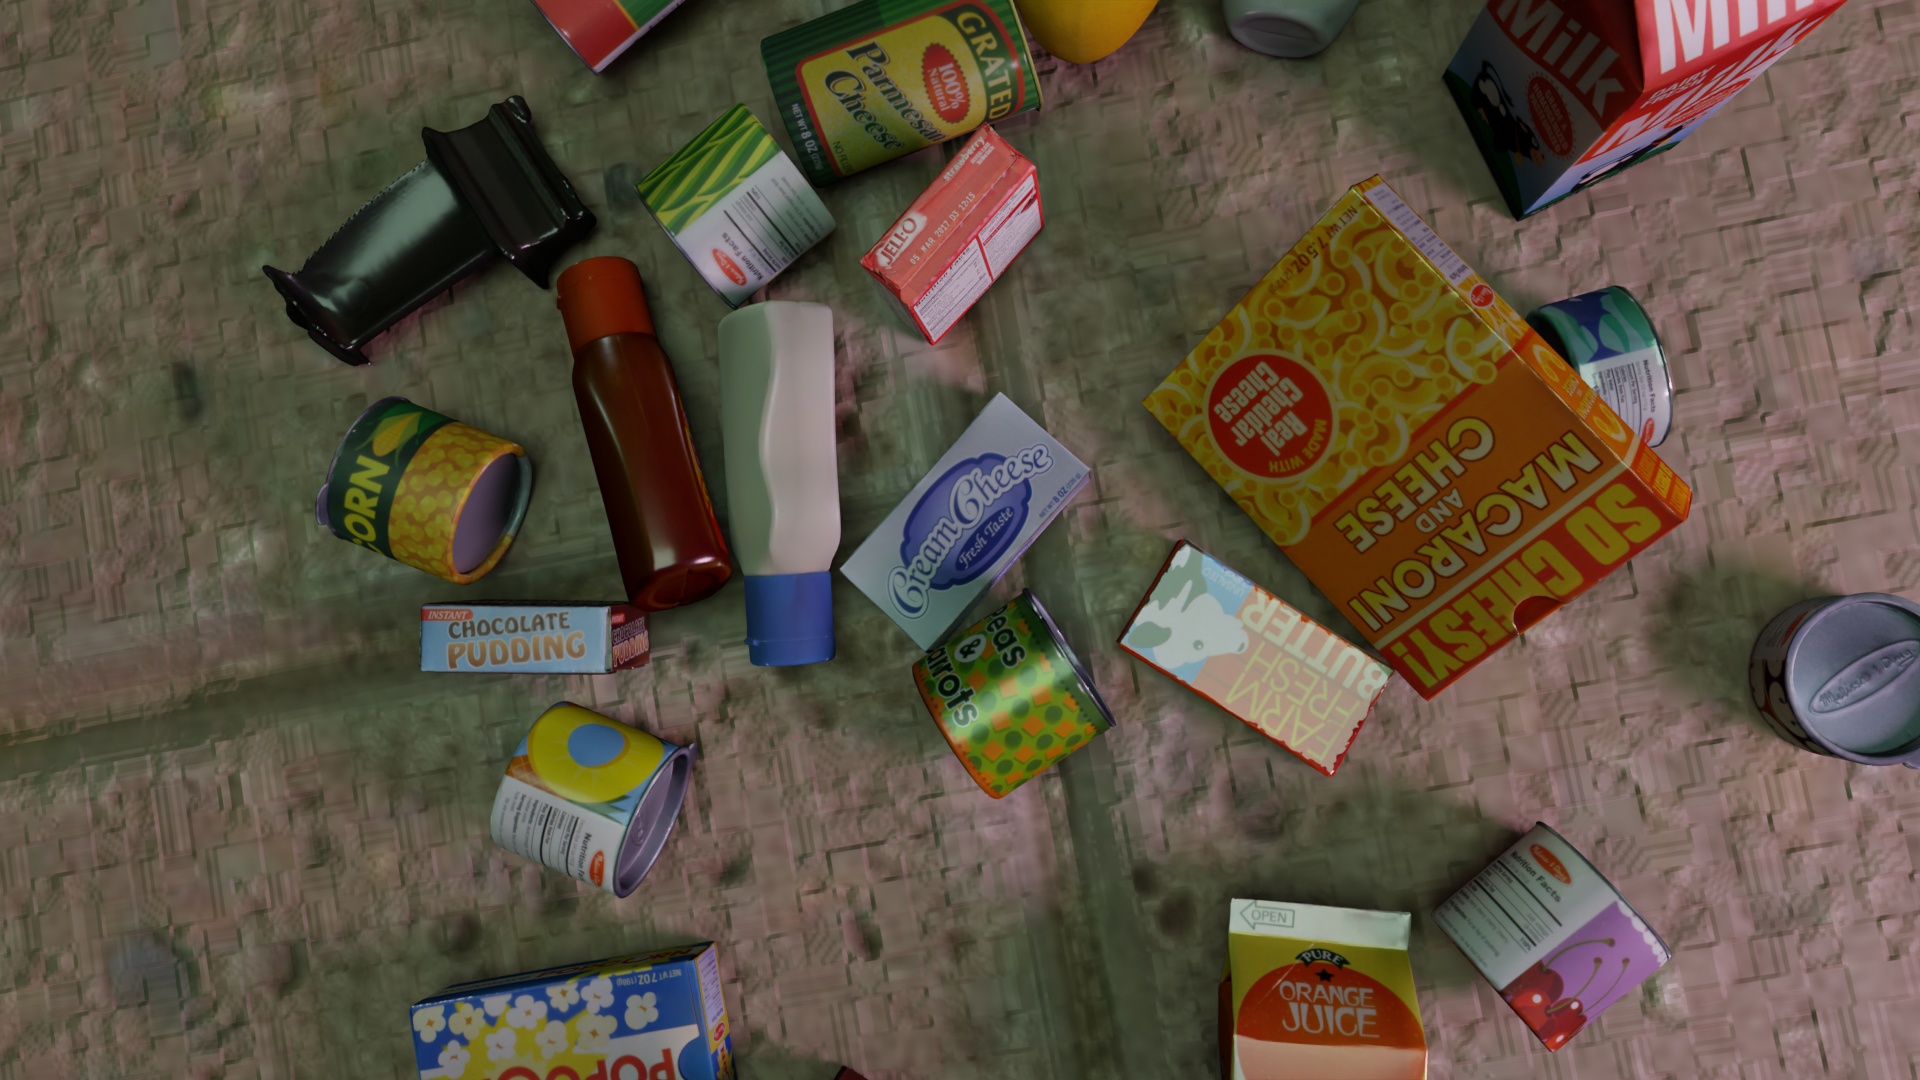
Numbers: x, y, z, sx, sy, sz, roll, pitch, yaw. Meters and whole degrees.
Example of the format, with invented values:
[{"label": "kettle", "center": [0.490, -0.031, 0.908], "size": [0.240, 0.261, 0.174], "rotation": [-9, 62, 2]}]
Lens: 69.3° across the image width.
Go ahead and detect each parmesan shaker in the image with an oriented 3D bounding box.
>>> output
[{"label": "parmesan shaker", "center": [-0.023, -0.194, 0.585], "size": [0.103, 0.071, 0.071], "rotation": [-20, 85, 5]}]

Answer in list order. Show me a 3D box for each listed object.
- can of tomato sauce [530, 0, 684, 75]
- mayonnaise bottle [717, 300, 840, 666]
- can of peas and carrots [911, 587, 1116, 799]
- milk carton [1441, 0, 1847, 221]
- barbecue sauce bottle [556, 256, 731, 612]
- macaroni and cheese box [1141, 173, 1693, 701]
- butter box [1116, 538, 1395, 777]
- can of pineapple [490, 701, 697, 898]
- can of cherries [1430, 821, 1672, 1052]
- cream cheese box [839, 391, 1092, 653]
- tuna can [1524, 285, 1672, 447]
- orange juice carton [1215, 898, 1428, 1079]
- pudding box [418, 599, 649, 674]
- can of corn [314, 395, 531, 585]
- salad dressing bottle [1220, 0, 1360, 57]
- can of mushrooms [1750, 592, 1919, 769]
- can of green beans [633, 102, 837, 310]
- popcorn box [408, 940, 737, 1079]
[{"label": "can of tomato sauce", "center": [-0.149, -0.255, 0.598], "size": [0.083, 0.071, 0.071], "rotation": [-39, 84, 2]}, {"label": "mayonnaise bottle", "center": [-0.075, -0.023, 0.582], "size": [0.041, 0.064, 0.148], "rotation": [-3, 90, -30]}, {"label": "can of peas and carrots", "center": [0.020, 0.061, 0.561], "size": [0.059, 0.071, 0.071], "rotation": [-33, 84, 4]}, {"label": "milk carton", "center": [0.239, -0.185, 0.492], "size": [0.072, 0.190, 0.073], "rotation": [-25, 85, 4]}, {"label": "barbecue sauce bottle", "center": [-0.137, -0.047, 0.590], "size": [0.044, 0.064, 0.149], "rotation": [-13, 76, -19]}, {"label": "macaroni and cheese box", "center": [0.170, -0.036, 0.537], "size": [0.166, 0.040, 0.123], "rotation": [48, 127, 7]}, {"label": "butter box", "center": [0.121, 0.048, 0.574], "size": [0.103, 0.024, 0.053], "rotation": [32, 90, 7]}, {"label": "can of pineapple", "center": [-0.152, 0.106, 0.580], "size": [0.058, 0.071, 0.071], "rotation": [21, 89, 7]}, {"label": "can of cherries", "center": [0.228, 0.154, 0.537], "size": [0.058, 0.071, 0.071], "rotation": [-42, 84, 3]}, {"label": "cream cheese box", "center": [0.002, -0.007, 0.590], "size": [0.053, 0.024, 0.104], "rotation": [42, 91, 8]}, {"label": "tuna can", "center": [0.249, -0.066, 0.549], "size": [0.033, 0.071, 0.071], "rotation": [-15, 85, 6]}, {"label": "orange juice carton", "center": [0.136, 0.238, 0.537], "size": [0.072, 0.073, 0.192], "rotation": [2, 87, 6]}, {"label": "pudding box", "center": [-0.180, 0.041, 0.594], "size": [0.084, 0.049, 0.030], "rotation": [1, 89, 7]}, {"label": "can of corn", "center": [-0.226, -0.019, 0.592], "size": [0.058, 0.071, 0.071], "rotation": [21, 89, 6]}, {"label": "salad dressing bottle", "center": [0.149, -0.281, 0.582], "size": [0.064, 0.044, 0.147], "rotation": [13, 87, 6]}, {"label": "can of mushrooms", "center": [0.352, 0.056, 0.545], "size": [0.071, 0.033, 0.071], "rotation": [0, 86, 6]}, {"label": "can of green beans", "center": [-0.094, -0.141, 0.587], "size": [0.058, 0.071, 0.071], "rotation": [-38, 84, 2]}, {"label": "popcorn box", "center": [-0.161, 0.224, 0.586], "size": [0.127, 0.038, 0.085], "rotation": [-11, 84, 6]}]
